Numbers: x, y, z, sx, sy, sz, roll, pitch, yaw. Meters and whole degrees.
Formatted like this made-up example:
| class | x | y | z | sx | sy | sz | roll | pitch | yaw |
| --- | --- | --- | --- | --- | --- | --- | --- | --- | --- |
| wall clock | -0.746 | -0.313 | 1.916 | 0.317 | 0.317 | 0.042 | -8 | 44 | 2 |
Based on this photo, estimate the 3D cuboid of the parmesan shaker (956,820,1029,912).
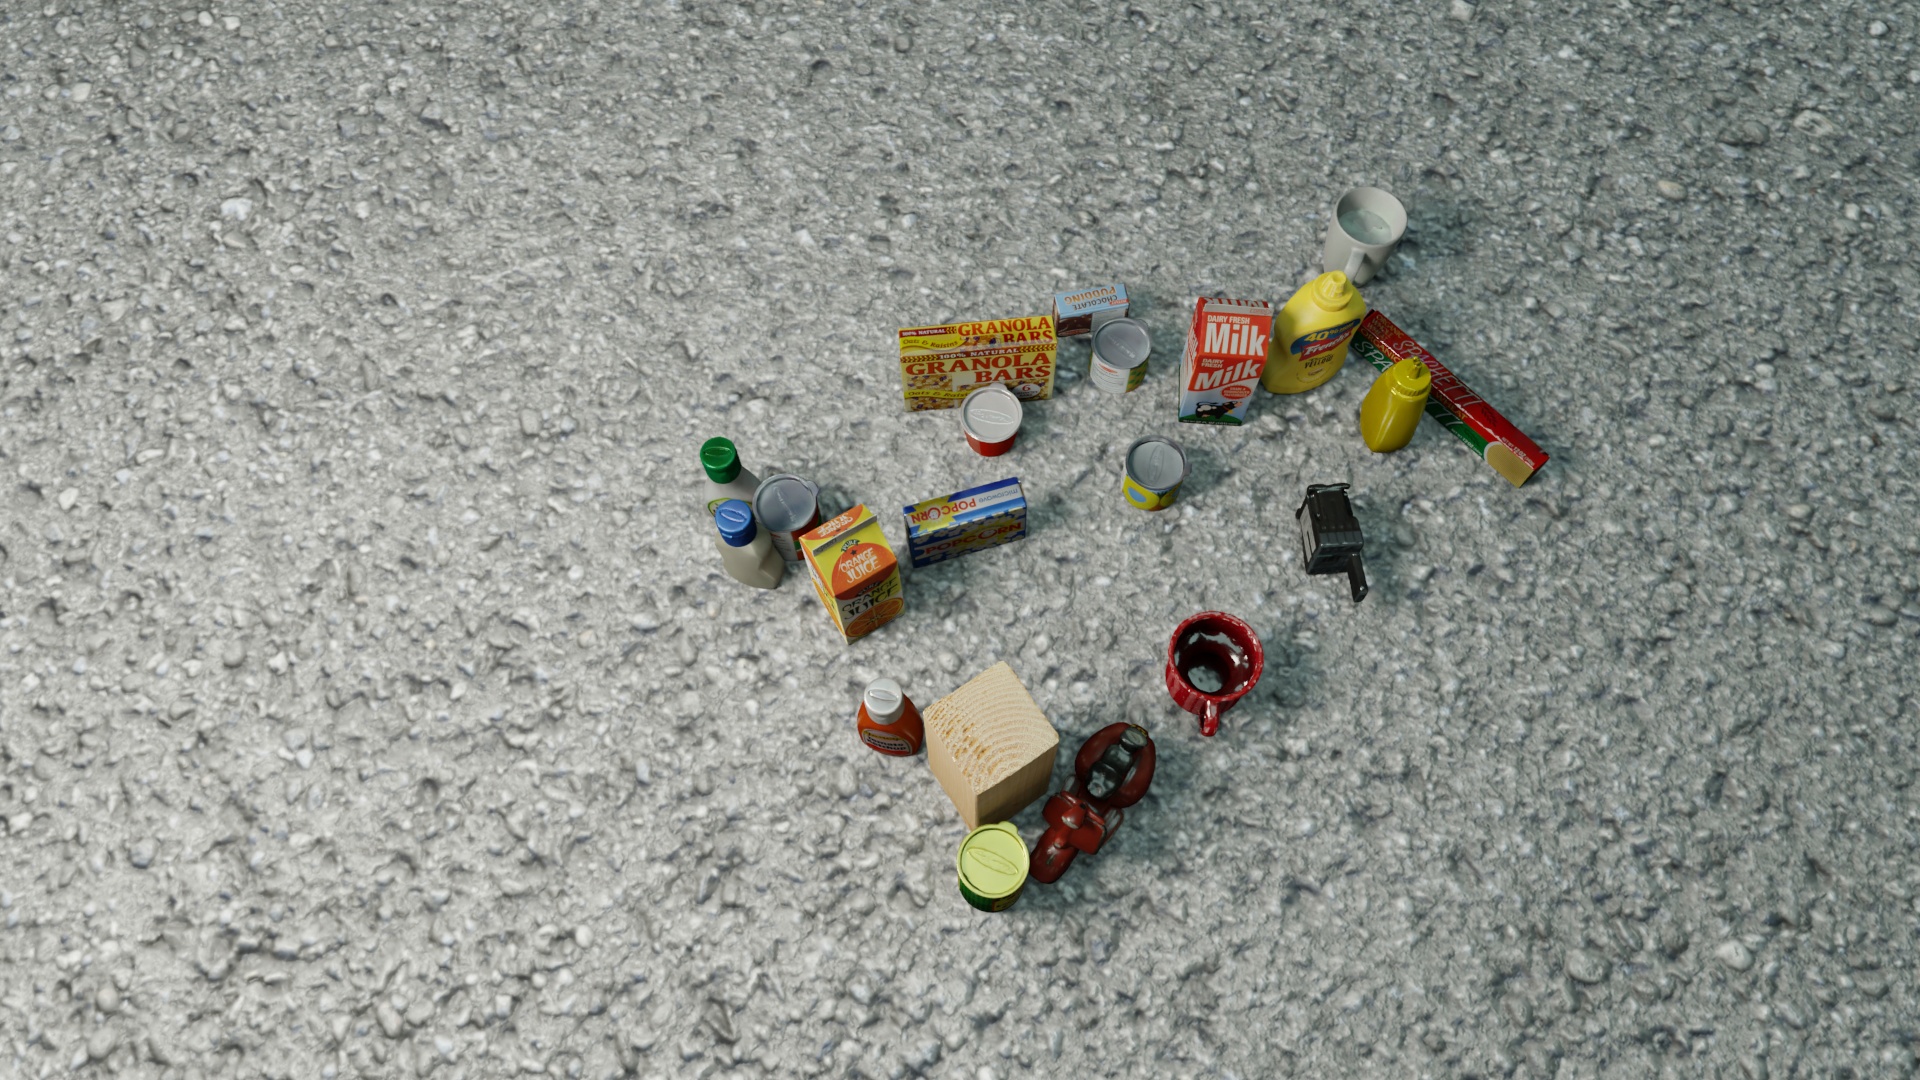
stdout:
| class | x | y | z | sx | sy | sz | roll | pitch | yaw |
| --- | --- | --- | --- | --- | --- | --- | --- | --- | --- |
| parmesan shaker | 0.031 | 0.307 | 1.302 | 0.071 | 0.102 | 0.071 | 0 | 67 | 1 |

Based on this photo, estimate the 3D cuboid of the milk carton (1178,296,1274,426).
| class | x | y | z | sx | sy | sz | roll | pitch | yaw |
| --- | --- | --- | --- | --- | --- | --- | --- | --- | --- |
| milk carton | 0.278 | -0.197 | 1.468 | 0.072 | 0.189 | 0.074 | 4 | 67 | 2 |

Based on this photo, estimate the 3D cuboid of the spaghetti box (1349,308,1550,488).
| class | x | y | z | sx | sy | sz | roll | pitch | yaw |
| --- | --- | --- | --- | --- | --- | --- | --- | --- | --- |
| spaghetti box | 0.532 | -0.157 | 1.524 | 0.029 | 0.050 | 0.250 | -40 | 72 | -14 |

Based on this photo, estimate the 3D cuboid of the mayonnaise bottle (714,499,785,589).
| class | x | y | z | sx | sy | sz | roll | pitch | yaw |
| --- | --- | --- | --- | --- | --- | --- | --- | --- | --- |
| mayonnaise bottle | -0.218 | 0.004 | 1.410 | 0.065 | 0.147 | 0.041 | 18 | 69 | 8 |

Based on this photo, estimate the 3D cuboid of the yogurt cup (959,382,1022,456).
| class | x | y | z | sx | sy | sz | roll | pitch | yaw |
| --- | --- | --- | --- | --- | --- | --- | --- | --- | --- |
| yogurt cup | 0.033 | -0.127 | 1.514 | 0.072 | 0.053 | 0.072 | 0 | 67 | 1 |

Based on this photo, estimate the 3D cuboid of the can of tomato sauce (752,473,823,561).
| class | x | y | z | sx | sy | sz | roll | pitch | yaw |
| --- | --- | --- | --- | --- | --- | --- | --- | --- | --- |
| can of tomato sauce | -0.178 | -0.024 | 1.457 | 0.071 | 0.082 | 0.071 | 0 | 67 | 1 |

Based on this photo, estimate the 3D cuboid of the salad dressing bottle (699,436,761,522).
| class | x | y | z | sx | sy | sz | roll | pitch | yaw |
| --- | --- | --- | --- | --- | --- | --- | --- | --- | --- |
| salad dressing bottle | -0.239 | -0.059 | 1.438 | 0.064 | 0.147 | 0.044 | 1 | 67 | 1 |

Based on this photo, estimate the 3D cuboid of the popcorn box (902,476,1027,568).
| class | x | y | z | sx | sy | sz | roll | pitch | yaw |
| --- | --- | --- | --- | --- | --- | --- | --- | --- | --- |
| popcorn box | 0.005 | -0.018 | 1.451 | 0.127 | 0.085 | 0.038 | -15 | 68 | -6 |

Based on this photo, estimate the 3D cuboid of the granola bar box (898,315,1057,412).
| class | x | y | z | sx | sy | sz | roll | pitch | yaw |
| --- | --- | --- | --- | --- | --- | --- | --- | --- | --- |
| granola bar box | 0.018 | -0.191 | 1.504 | 0.166 | 0.123 | 0.039 | -5 | 67 | -2 |

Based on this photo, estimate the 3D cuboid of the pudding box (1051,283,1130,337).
| class | x | y | z | sx | sy | sz | roll | pitch | yaw |
| --- | --- | --- | --- | --- | --- | --- | --- | --- | --- |
| pudding box | 0.147 | -0.260 | 1.573 | 0.084 | 0.049 | 0.030 | -10 | 67 | -4 |

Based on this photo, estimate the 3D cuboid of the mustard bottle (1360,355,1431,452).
| class | x | y | z | sx | sy | sz | roll | pitch | yaw |
| --- | --- | --- | --- | --- | --- | --- | --- | --- | --- |
| mustard bottle | 0.462 | -0.149 | 1.462 | 0.049 | 0.159 | 0.065 | -8 | 67 | -2 |

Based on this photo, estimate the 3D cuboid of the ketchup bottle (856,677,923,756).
| class | x | y | z | sx | sy | sz | roll | pitch | yaw |
| --- | --- | --- | --- | --- | --- | --- | --- | --- | --- |
| ketchup bottle | -0.070 | 0.169 | 1.337 | 0.065 | 0.148 | 0.044 | 12 | 68 | 6 |

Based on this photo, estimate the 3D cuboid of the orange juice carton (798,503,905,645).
| class | x | y | z | sx | sy | sz | roll | pitch | yaw |
| --- | --- | --- | --- | --- | --- | --- | --- | --- | --- |
| orange juice carton | -0.106 | 0.029 | 1.374 | 0.072 | 0.192 | 0.073 | -29 | 70 | -11 |

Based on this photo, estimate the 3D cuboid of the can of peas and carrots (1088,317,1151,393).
| class | x | y | z | sx | sy | sz | roll | pitch | yaw |
| --- | --- | --- | --- | --- | --- | --- | --- | --- | --- |
| can of peas and carrots | 0.178 | -0.207 | 1.545 | 0.071 | 0.058 | 0.071 | 0 | 67 | 1 |

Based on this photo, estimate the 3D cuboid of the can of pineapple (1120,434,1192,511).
| class | x | y | z | sx | sy | sz | roll | pitch | yaw |
| --- | --- | --- | --- | --- | --- | --- | --- | --- | --- |
| can of pineapple | 0.208 | -0.071 | 1.486 | 0.071 | 0.057 | 0.071 | 0 | 67 | 1 |
